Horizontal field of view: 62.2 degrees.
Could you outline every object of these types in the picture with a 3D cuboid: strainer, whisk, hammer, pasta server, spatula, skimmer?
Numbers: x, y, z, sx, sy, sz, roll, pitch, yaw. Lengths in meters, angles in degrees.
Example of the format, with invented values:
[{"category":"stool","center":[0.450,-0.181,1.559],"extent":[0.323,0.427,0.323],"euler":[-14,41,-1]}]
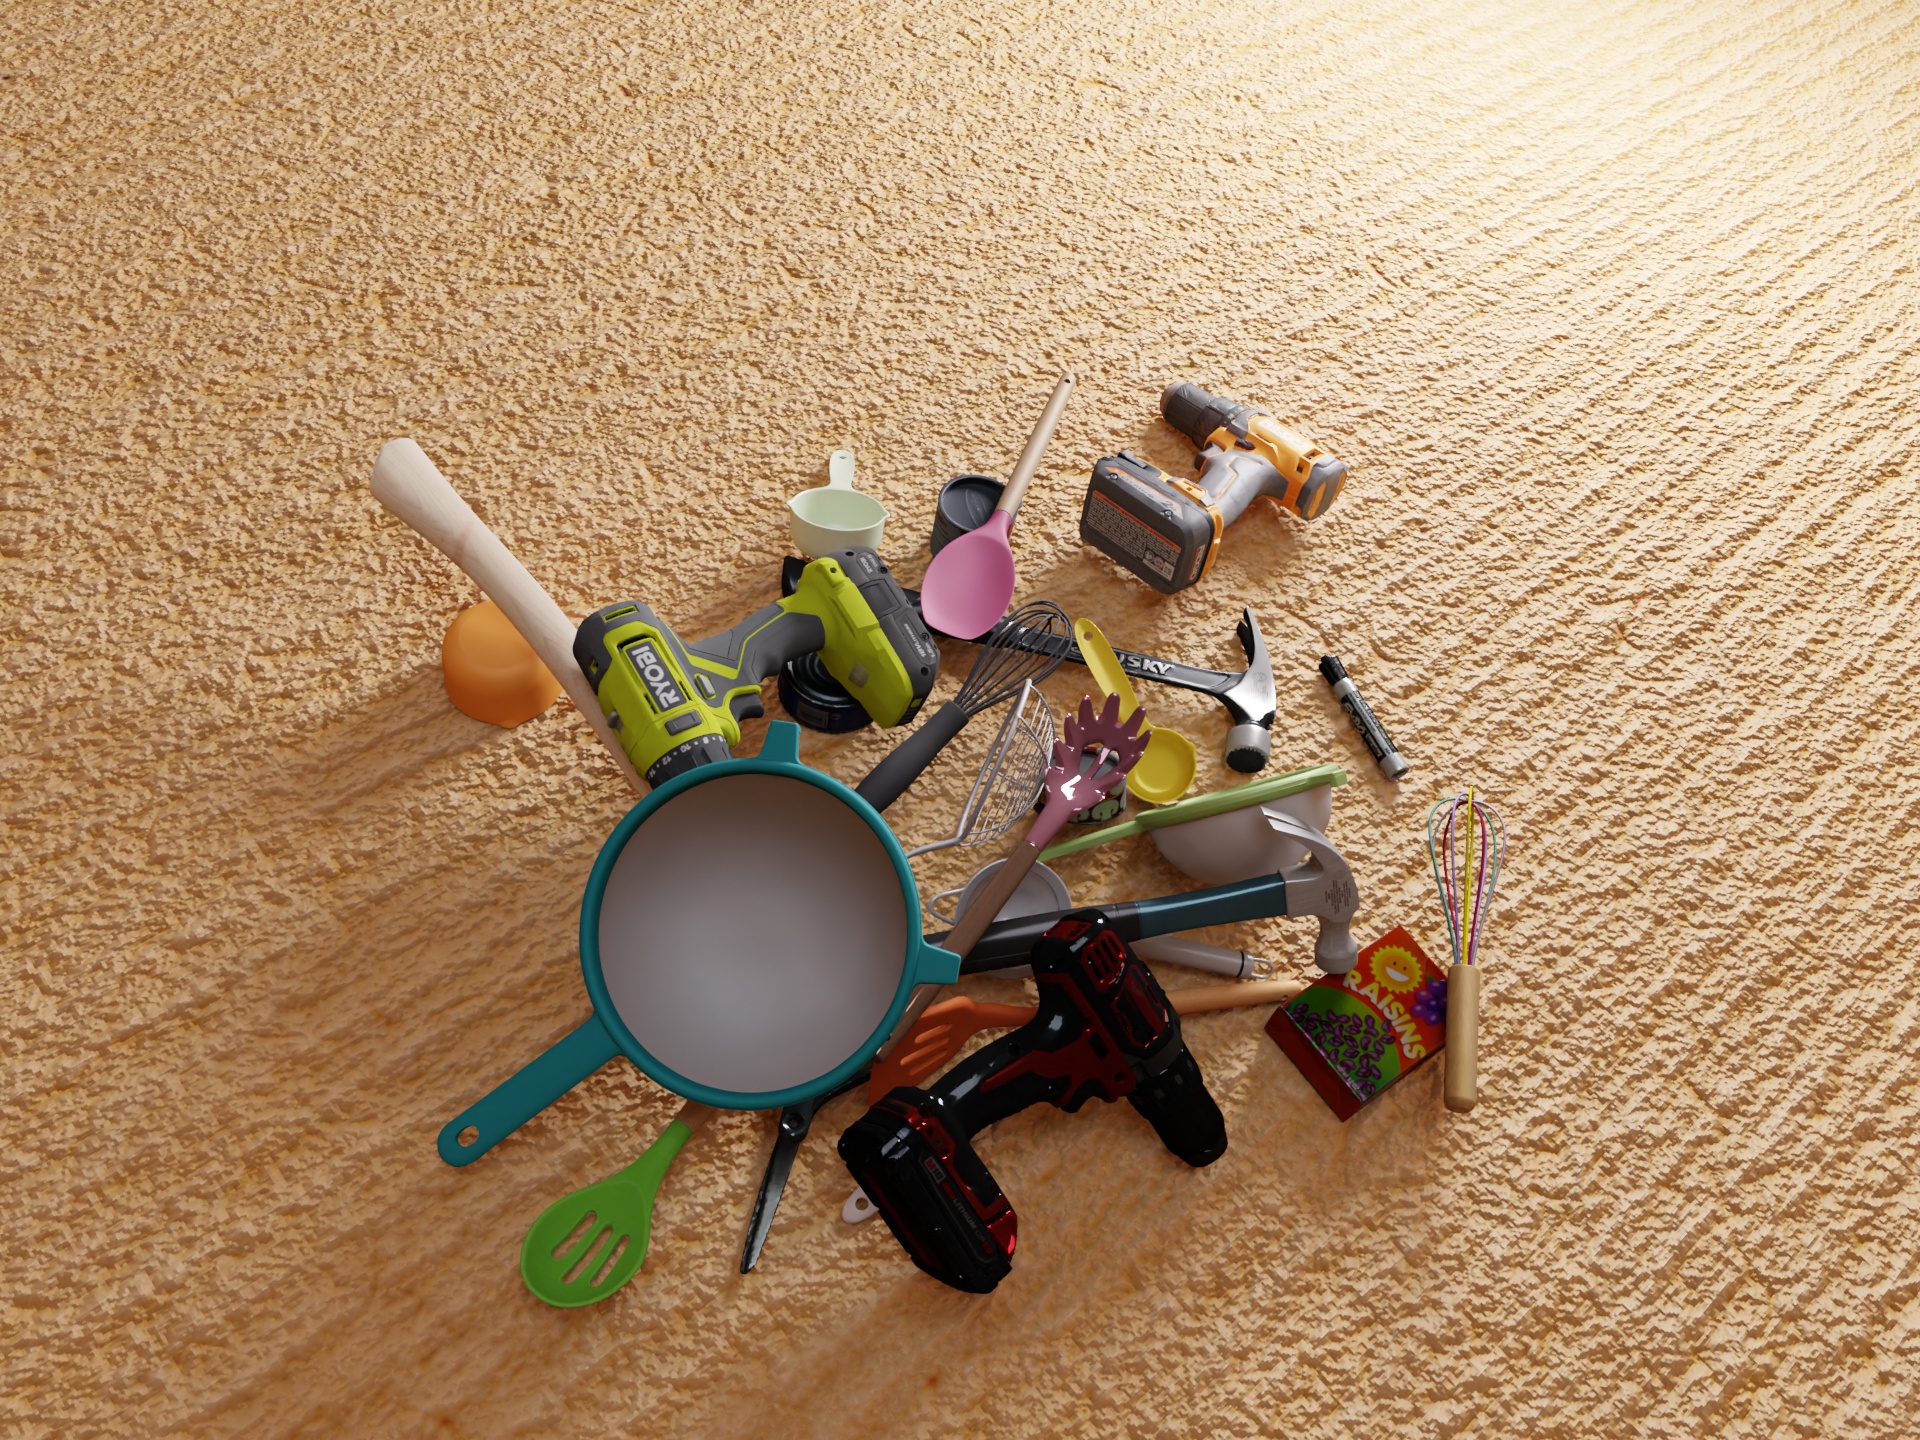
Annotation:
[{"category":"strainer","center":[0.155,0.096,1.146],"extent":[0.256,0.151,0.069],"euler":[-17,87,1]},{"category":"strainer","center":[-0.174,0.169,1.000],"extent":[0.340,0.095,0.211],"euler":[-36,81,3]},{"category":"whisk","center":[0.351,0.153,1.112],"extent":[0.051,0.047,0.245],"euler":[15,59,-4]},{"category":"hammer","center":[0.107,0.139,1.077],"extent":[0.331,0.128,0.033],"euler":[-10,25,-3]},{"category":"whisk","center":[-0.002,-0.003,1.188],"extent":[0.055,0.055,0.239],"euler":[41,74,18]},{"category":"hammer","center":[0.054,-0.070,1.272],"extent":[0.409,0.036,0.149],"euler":[14,53,0]},{"category":"strainer","center":[0.099,0.152,1.120],"extent":[0.258,0.050,0.087],"euler":[13,93,-9]},{"category":"pasta server","center":[0.033,0.099,1.049],"extent":[0.060,0.040,0.316],"euler":[29,56,17]},{"category":"hammer","center":[-0.274,-0.049,1.140],"extent":[0.146,0.038,0.411],"euler":[-36,81,-34]},{"category":"spatula","center":[0.090,0.205,1.076],"extent":[0.322,0.081,0.041],"euler":[-3,37,-18]},{"category":"skimmer","center":[-0.088,0.085,1.101],"extent":[0.363,0.127,0.090],"euler":[-25,79,-16]}]

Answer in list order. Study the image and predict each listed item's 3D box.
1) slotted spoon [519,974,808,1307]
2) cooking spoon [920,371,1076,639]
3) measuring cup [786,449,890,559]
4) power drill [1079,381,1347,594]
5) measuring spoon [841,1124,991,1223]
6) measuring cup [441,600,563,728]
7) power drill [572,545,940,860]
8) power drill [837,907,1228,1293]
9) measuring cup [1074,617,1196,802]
[{"category":"slotted spoon","center":[-0.157,0.239,1.008],"extent":[0.070,0.031,0.314],"euler":[29,57,19]},{"category":"cooking spoon","center":[0.042,-0.181,1.286],"extent":[0.069,0.017,0.319],"euler":[22,54,3]},{"category":"measuring cup","center":[-0.101,-0.178,1.315],"extent":[0.083,0.038,0.168],"euler":[6,31,-6]},{"category":"power drill","center":[0.199,-0.213,1.370],"extent":[0.185,0.084,0.226],"euler":[39,50,26]},{"category":"measuring spoon","center":[-0.027,0.278,1.019],"extent":[0.124,0.018,0.034],"euler":[-35,67,-28]},{"category":"measuring cup","center":[-0.297,-0.052,1.182],"extent":[0.173,0.052,0.095],"euler":[-7,57,-13]},{"category":"power drill","center":[-0.132,-0.018,1.118],"extent":[0.228,0.080,0.191],"euler":[-24,73,-30]},{"category":"power drill","center":[0.058,0.253,0.995],"extent":[0.227,0.080,0.188],"euler":[-38,102,-26]},{"category":"measuring cup","center":[0.128,-0.008,1.216],"extent":[0.062,0.029,0.156],"euler":[-28,80,4]}]
